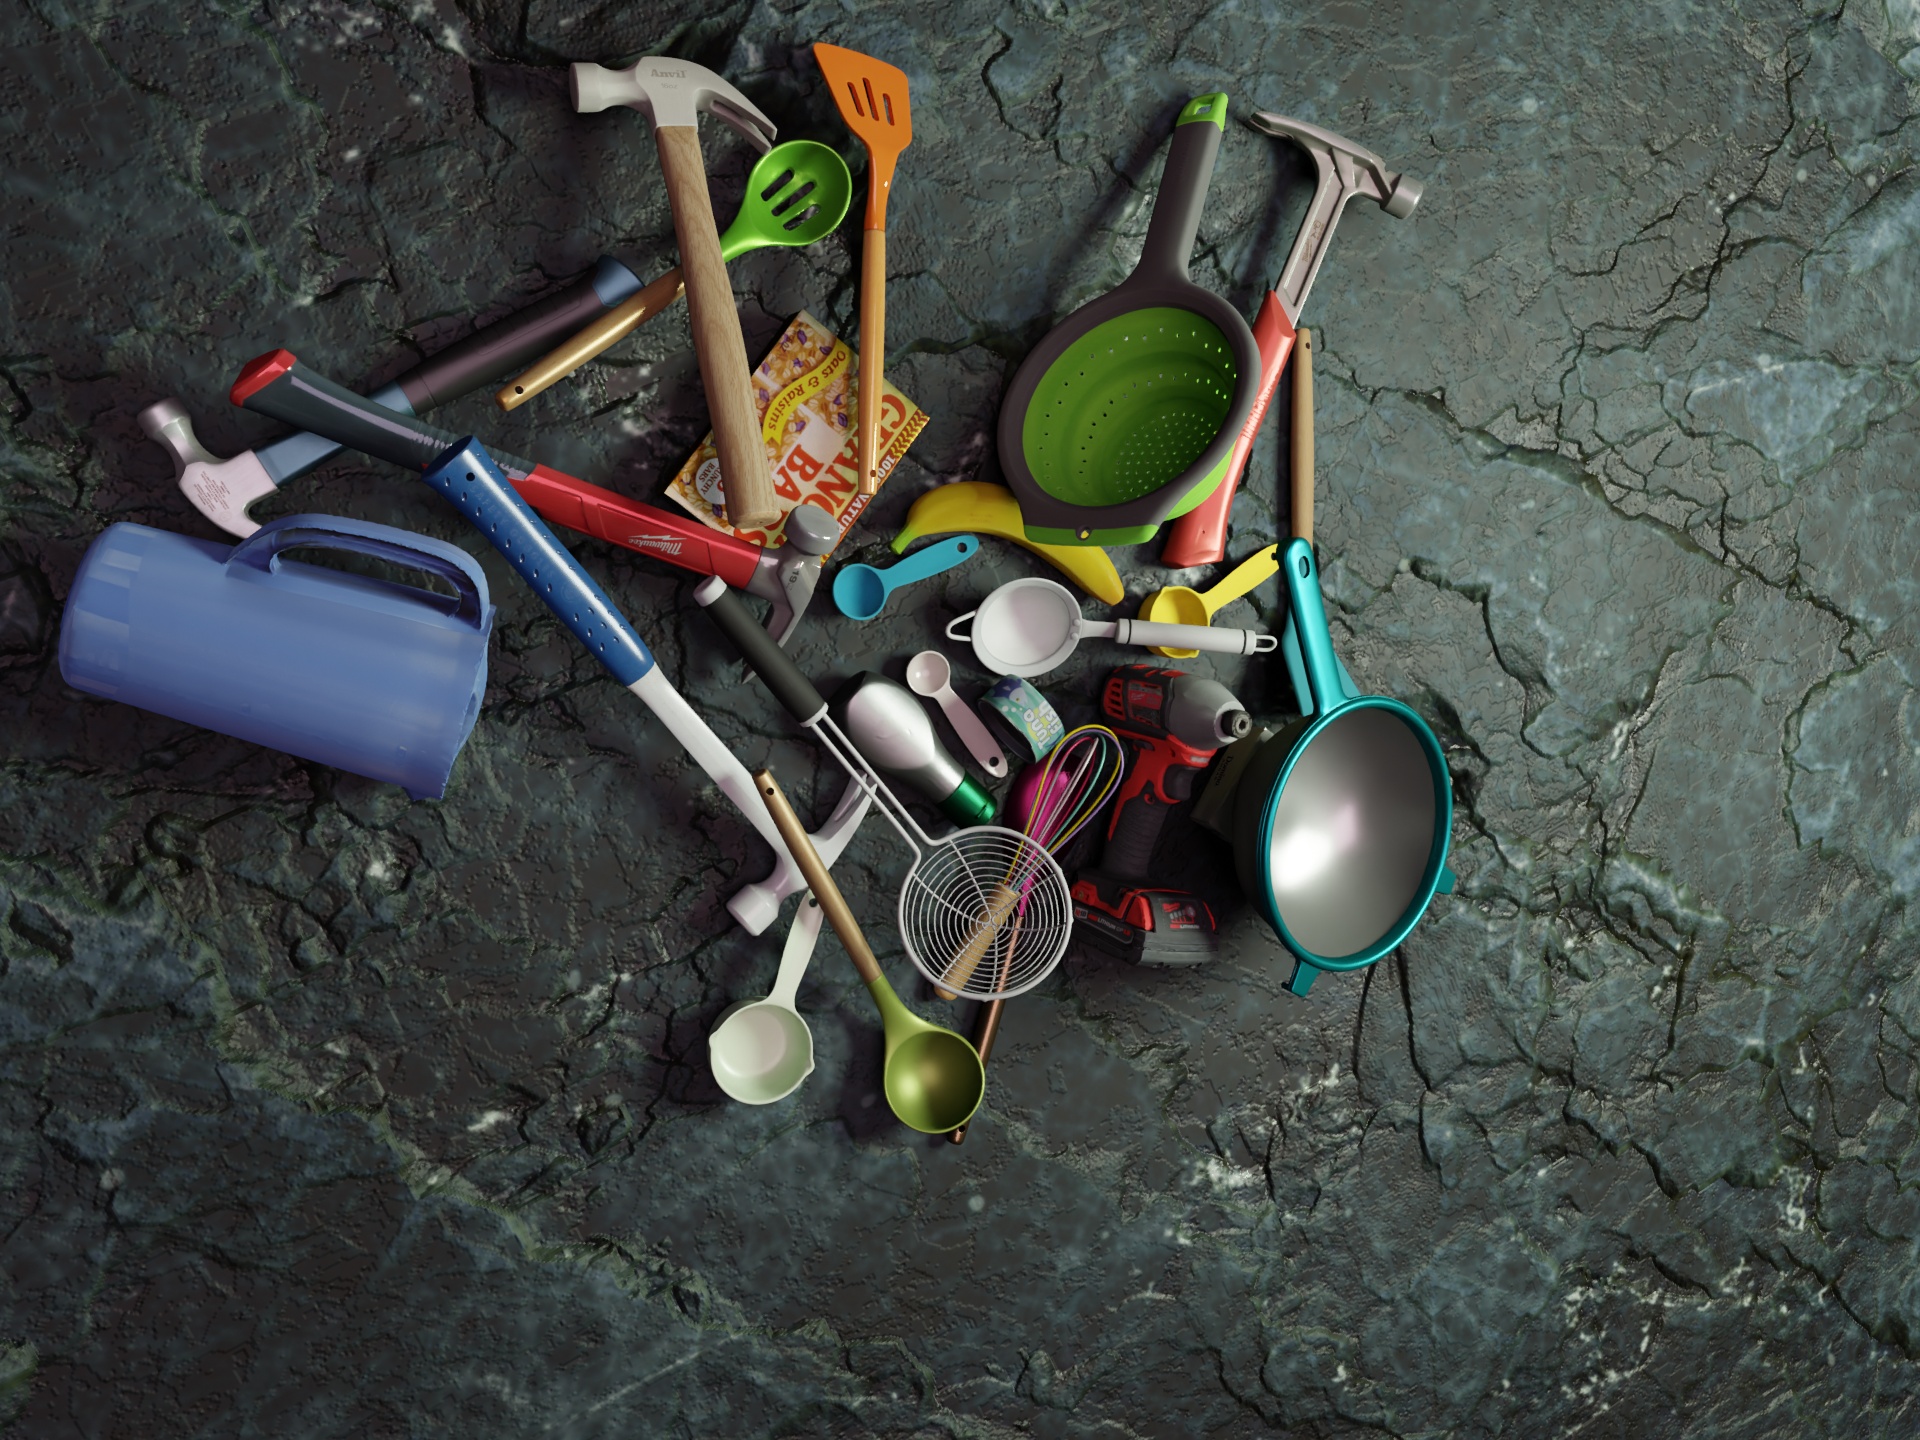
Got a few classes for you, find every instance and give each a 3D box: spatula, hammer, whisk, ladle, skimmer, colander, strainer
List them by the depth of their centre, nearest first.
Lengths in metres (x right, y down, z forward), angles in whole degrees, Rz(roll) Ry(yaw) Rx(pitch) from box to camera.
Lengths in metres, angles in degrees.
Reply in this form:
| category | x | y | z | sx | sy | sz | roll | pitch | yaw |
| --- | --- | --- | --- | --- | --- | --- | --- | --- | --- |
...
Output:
| category | x | y | z | sx | sy | sz | roll | pitch | yaw |
| --- | --- | --- | --- | --- | --- | --- | --- | --- | --- |
| hammer | -0.284 | -0.140 | 1.058 | 0.386 | 0.038 | 0.143 | 19 | 125 | -20 |
| hammer | -0.166 | -0.288 | 1.062 | 0.130 | 0.031 | 0.331 | -10 | 81 | -21 |
| hammer | -0.360 | -0.224 | 1.066 | 0.331 | 0.033 | 0.128 | -32 | 103 | -14 |
| hammer | -0.208 | -0.029 | 1.087 | 0.144 | 0.035 | 0.405 | -44 | 121 | -12 |
| skimmer | -0.058 | 0.045 | 1.113 | 0.127 | 0.090 | 0.363 | -41 | 113 | -7 |
| spatula | -0.067 | -0.321 | 1.132 | 0.081 | 0.041 | 0.322 | 2 | 90 | -37 |
| ladle | -0.072 | 0.172 | 1.165 | 0.078 | 0.062 | 0.320 | -32 | 113 | -13 |
| colander | 0.159 | -0.291 | 1.207 | 0.094 | 0.204 | 0.397 | 38 | 62 | -52 |
| strainer | 0.260 | 0.023 | 1.209 | 0.211 | 0.095 | 0.340 | -27 | 110 | -29 |
| whisk | 0.045 | 0.108 | 1.217 | 0.047 | 0.051 | 0.245 | 24 | 101 | -44 |
| strainer | 0.116 | -0.069 | 1.217 | 0.258 | 0.050 | 0.086 | 5 | 122 | -6 |
| hammer | 0.231 | -0.291 | 1.256 | 0.149 | 0.037 | 0.359 | 22 | 90 | -6 |
| spatula | 0.287 | -0.159 | 1.291 | 0.082 | 0.044 | 0.317 | -5 | 95 | -38 |

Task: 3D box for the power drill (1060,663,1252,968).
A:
| category | x | y | z | sx | sy | sz | roll | pitch | yaw |
| --- | --- | --- | --- | --- | --- | --- | --- | --- | --- |
| power drill | 0.154 | 0.071 | 1.213 | 0.078 | 0.143 | 0.219 | 6 | 95 | -33 |

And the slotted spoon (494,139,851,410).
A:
| category | x | y | z | sx | sy | sz | roll | pitch | yaw |
| --- | --- | --- | --- | --- | --- | --- | --- | --- | --- |
| slotted spoon | -0.194 | -0.302 | 1.086 | 0.314 | 0.031 | 0.070 | -44 | 106 | -25 |

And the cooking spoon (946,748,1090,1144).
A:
| category | x | y | z | sx | sy | sz | roll | pitch | yaw |
| --- | --- | --- | --- | --- | --- | --- | --- | --- | --- |
| cooking spoon | 0.039 | 0.178 | 1.248 | 0.068 | 0.017 | 0.319 | 16 | 89 | -19 |

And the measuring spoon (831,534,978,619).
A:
| category | x | y | z | sx | sy | sz | roll | pitch | yaw |
| --- | --- | --- | --- | --- | --- | --- | --- | --- | --- |
| measuring spoon | -0.042 | -0.111 | 1.198 | 0.128 | 0.021 | 0.042 | -26 | 96 | -25 |

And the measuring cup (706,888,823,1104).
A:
| category | x | y | z | sx | sy | sz | roll | pitch | yaw |
| --- | --- | --- | --- | --- | --- | --- | --- | --- | --- |
| measuring cup | -0.136 | 0.199 | 1.181 | 0.083 | 0.038 | 0.167 | 21 | 85 | -20 |

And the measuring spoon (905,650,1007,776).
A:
| category | x | y | z | sx | sy | sz | roll | pitch | yaw |
| --- | --- | --- | --- | --- | --- | --- | --- | --- | --- |
| measuring spoon | -0.002 | -0.004 | 1.223 | 0.034 | 0.018 | 0.124 | -39 | 113 | -7 |

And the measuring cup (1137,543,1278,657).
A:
| category | x | y | z | sx | sy | sz | roll | pitch | yaw |
| --- | --- | --- | --- | --- | --- | --- | --- | --- | --- |
| measuring cup | 0.204 | -0.102 | 1.282 | 0.156 | 0.029 | 0.062 | -34 | 105 | -26 |
